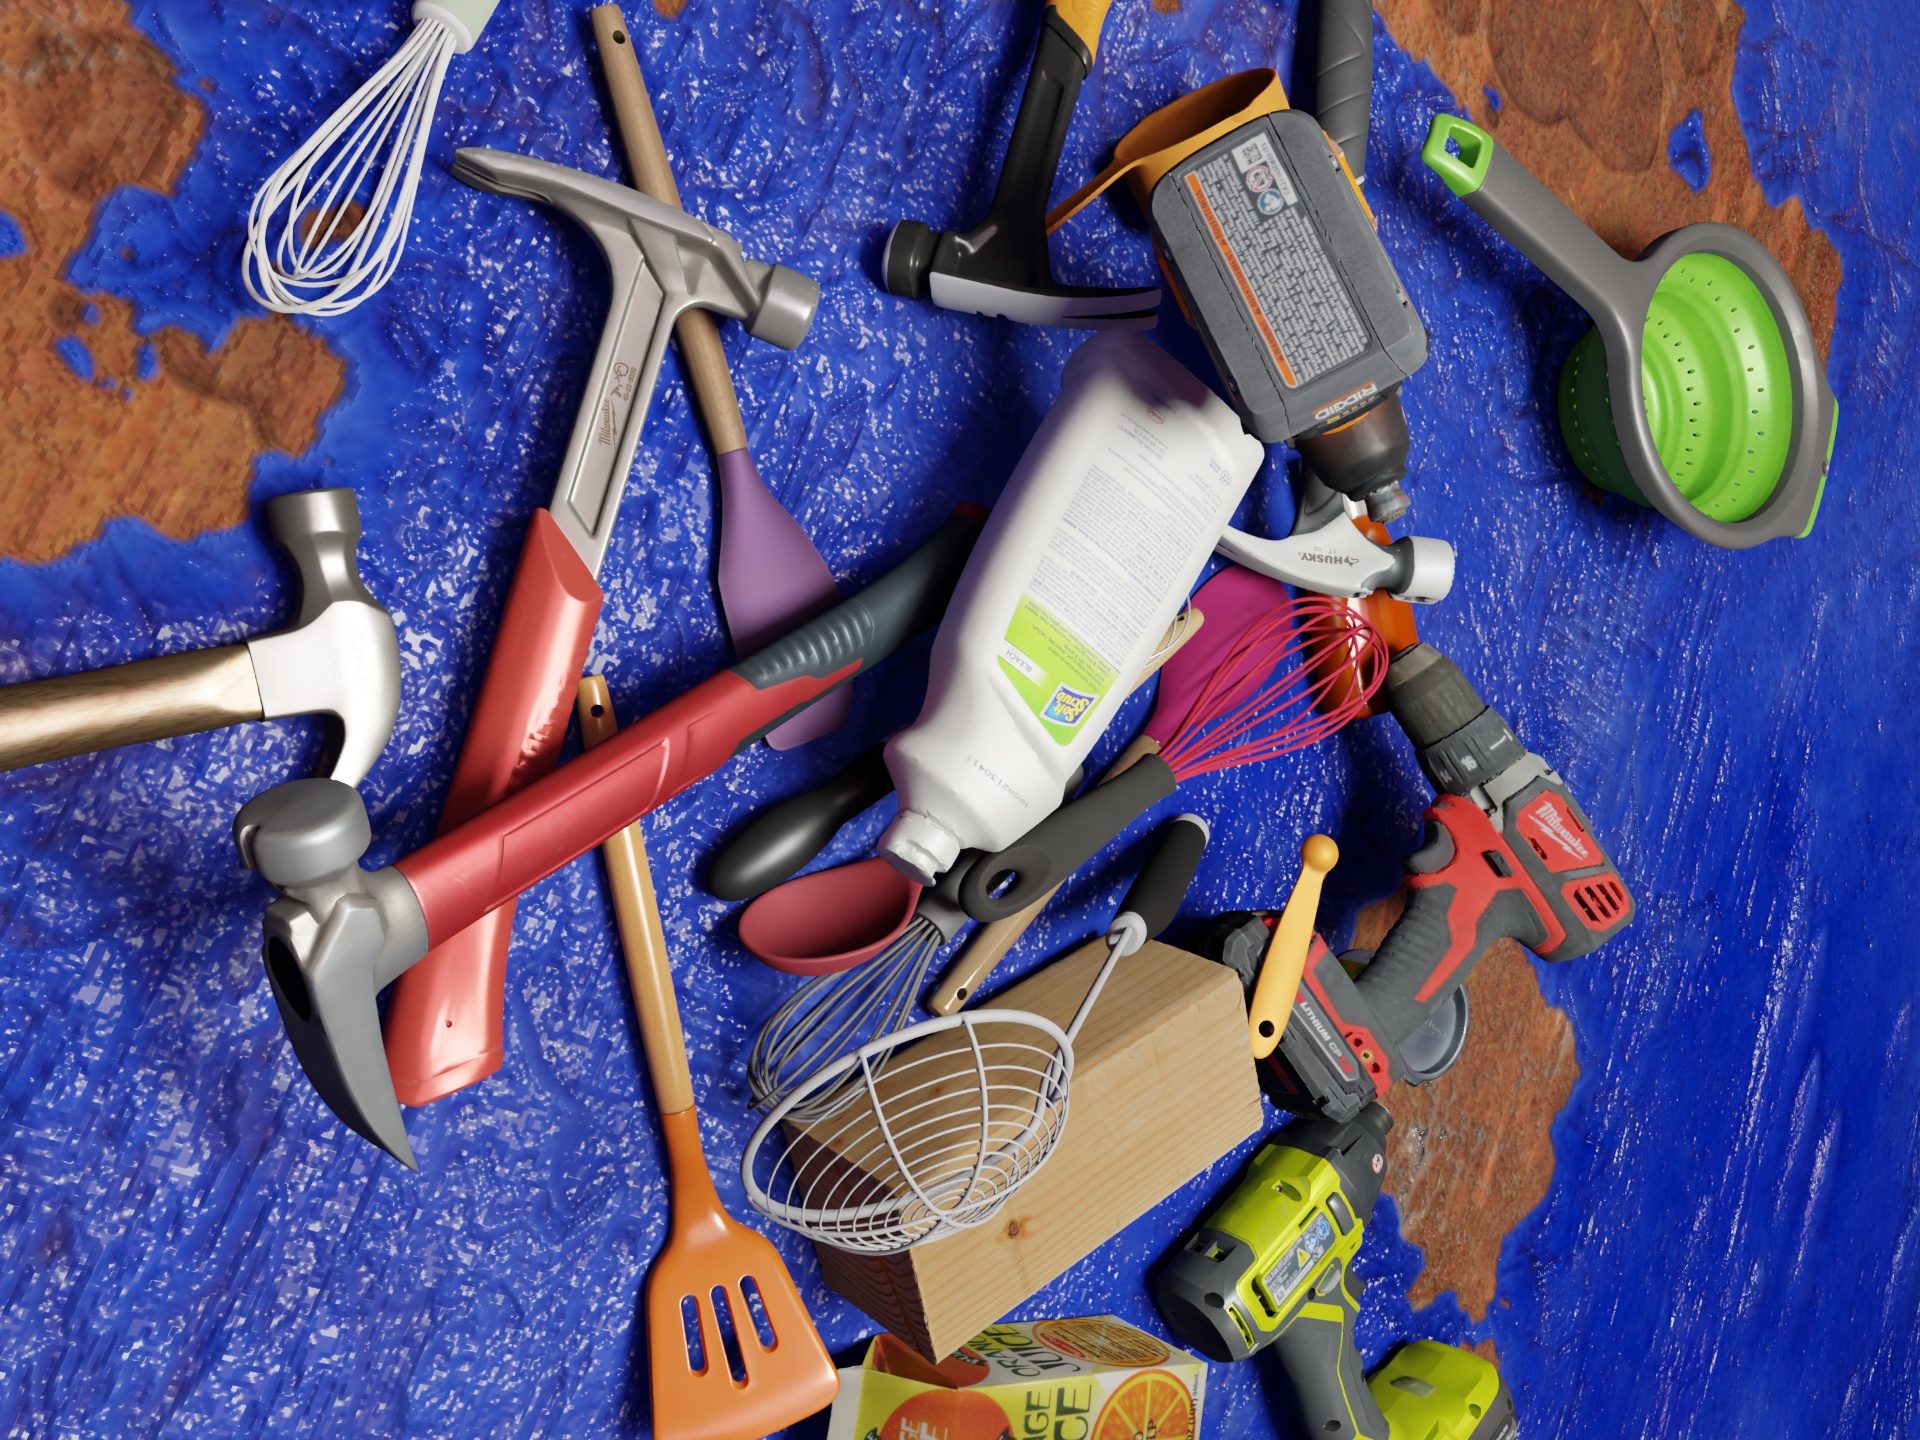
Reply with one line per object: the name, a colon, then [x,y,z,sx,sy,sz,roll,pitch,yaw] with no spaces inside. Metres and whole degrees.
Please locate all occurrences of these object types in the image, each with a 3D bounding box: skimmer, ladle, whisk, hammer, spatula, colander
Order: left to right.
hammer: [-0.345,0.013,0.505,0.331,0.031,0.130,-16,99,-34]
whisk: [-0.199,-0.254,0.598,0.057,0.059,0.246,61,47,-63]
hammer: [-0.171,-0.033,0.616,0.149,0.037,0.359,17,84,-20]
spatula: [-0.120,0.140,0.660,0.081,0.041,0.322,-12,97,-18]
spatula: [-0.103,-0.141,0.681,0.060,0.018,0.315,-25,106,-33]
hammer: [-0.095,0.013,0.635,0.386,0.038,0.143,-36,133,-44]
whisk: [-0.014,0.093,0.733,0.239,0.055,0.055,-46,116,-31]
whisk: [-0.002,-0.003,0.737,0.284,0.070,0.070,-35,110,-24]
ladle: [0.021,0.026,0.754,0.315,0.069,0.031,-38,133,-33]
skimmer: [0.032,0.103,0.690,0.090,0.127,0.363,37,30,5]
hammer: [0.064,-0.342,0.758,0.127,0.034,0.337,12,76,8]
whisk: [0.110,0.017,0.784,0.296,0.073,0.073,-32,109,-30]
hammer: [0.199,-0.270,0.865,0.149,0.036,0.409,6,81,-8]
colander: [0.393,-0.240,0.989,0.396,0.094,0.204,27,75,-28]

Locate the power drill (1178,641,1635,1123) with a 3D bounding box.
power drill: [0.226,0.083,0.841,0.226,0.080,0.188,-33,87,-14]

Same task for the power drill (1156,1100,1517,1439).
power drill: [0.218,0.338,0.886,0.171,0.080,0.223,-38,108,-29]

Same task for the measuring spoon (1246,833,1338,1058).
measuring spoon: [0.163,0.109,0.777,0.021,0.011,0.117,23,74,-7]

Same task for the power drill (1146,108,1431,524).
power drill: [0.160,-0.169,0.720,0.164,0.084,0.226,65,16,3]

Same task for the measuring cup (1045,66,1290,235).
measuring cup: [0.094,-0.256,0.793,0.173,0.095,0.052,-39,118,-9]

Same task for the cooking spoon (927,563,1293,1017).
cooking spoon: [0.084,0.031,0.817,0.319,0.017,0.068,-49,115,-25]
